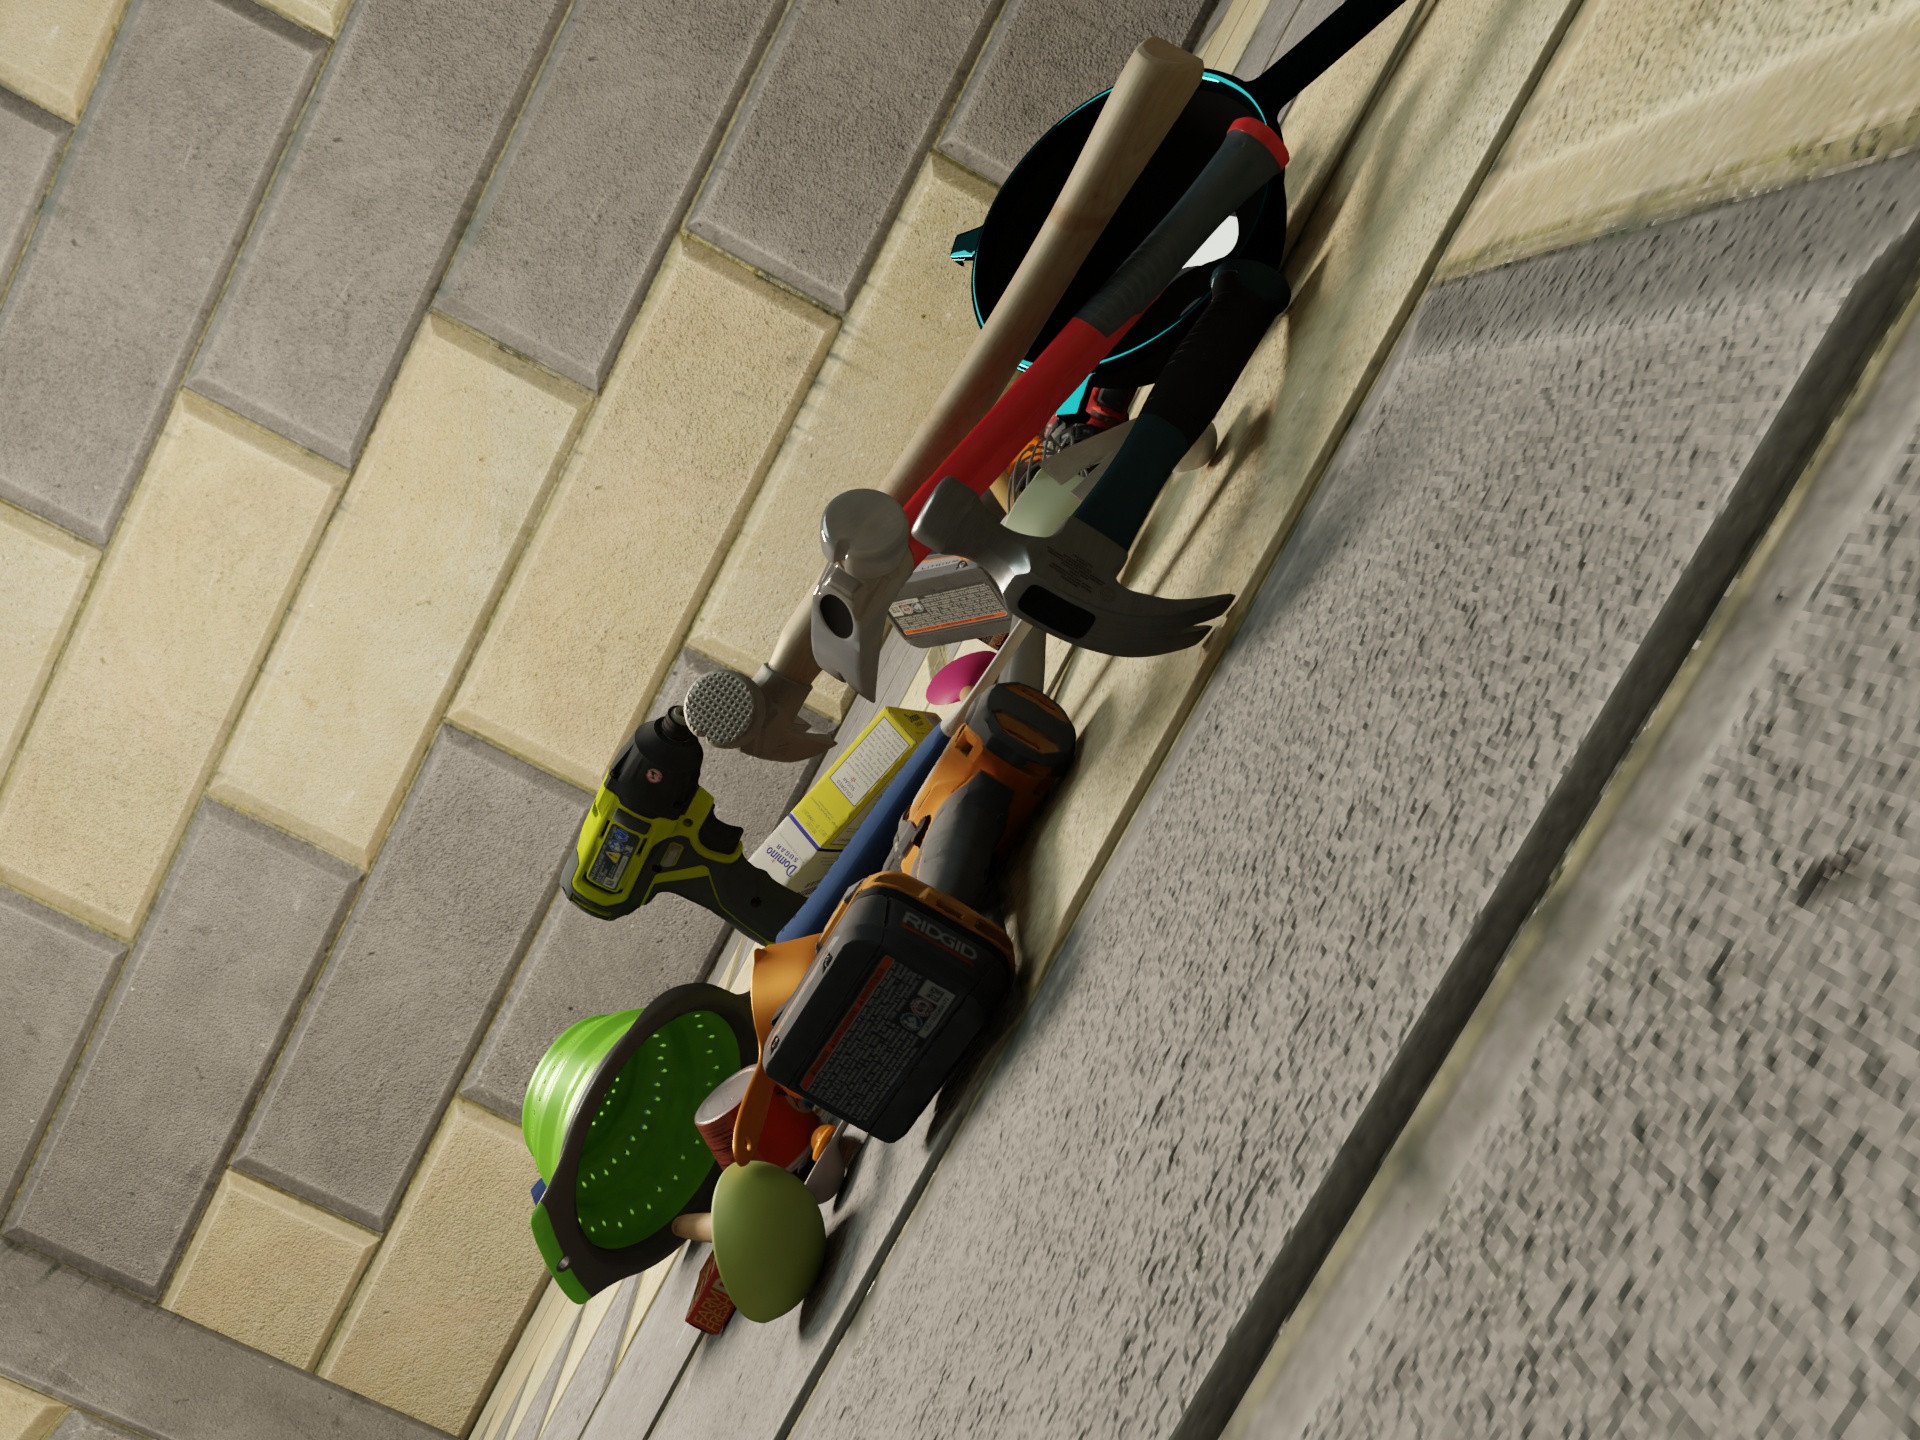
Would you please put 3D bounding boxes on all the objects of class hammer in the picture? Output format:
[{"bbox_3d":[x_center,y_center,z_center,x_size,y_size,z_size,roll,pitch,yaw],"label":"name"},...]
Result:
[{"bbox_3d":[0.002,-0.157,0.817,0.410,0.038,0.146,-57,-14,4],"label":"hammer"},{"bbox_3d":[0.097,-0.141,0.749,0.033,0.128,0.331,-55,1,45],"label":"hammer"},{"bbox_3d":[-0.001,-0.003,0.895,0.405,0.035,0.144,-56,-16,28],"label":"hammer"},{"bbox_3d":[0.054,-0.173,0.804,0.386,0.038,0.143,-51,-13,-25],"label":"hammer"}]

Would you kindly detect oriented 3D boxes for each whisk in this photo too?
[{"bbox_3d":[0.047,-0.078,0.990,0.055,0.055,0.239,129,153,-61],"label":"whisk"}]

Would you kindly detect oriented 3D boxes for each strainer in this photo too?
[{"bbox_3d":[0.165,-0.321,0.958,0.340,0.095,0.211,-39,51,15],"label":"strainer"}]

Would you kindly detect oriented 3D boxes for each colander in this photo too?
[{"bbox_3d":[-0.190,0.221,1.149,0.397,0.094,0.204,-49,-38,-38],"label":"colander"}]

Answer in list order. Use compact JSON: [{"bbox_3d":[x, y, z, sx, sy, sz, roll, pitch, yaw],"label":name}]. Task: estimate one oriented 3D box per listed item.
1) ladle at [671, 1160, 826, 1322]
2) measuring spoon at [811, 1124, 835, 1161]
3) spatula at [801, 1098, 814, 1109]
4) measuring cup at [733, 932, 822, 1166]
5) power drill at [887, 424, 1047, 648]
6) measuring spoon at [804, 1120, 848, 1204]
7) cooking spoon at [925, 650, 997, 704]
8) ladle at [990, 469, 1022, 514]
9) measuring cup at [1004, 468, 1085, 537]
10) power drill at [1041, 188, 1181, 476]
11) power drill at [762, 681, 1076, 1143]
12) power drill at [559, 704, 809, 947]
[{"bbox_3d":[-0.141,0.292,0.904,0.320,0.062,0.078,141,116,-64],"label":"ladle"},{"bbox_3d":[-0.080,0.237,0.902,0.021,0.011,0.117,-61,-3,-14],"label":"measuring spoon"},{"bbox_3d":[-0.122,0.260,1.067,0.082,0.044,0.317,-51,-6,-50],"label":"spatula"},{"bbox_3d":[-0.079,0.178,0.852,0.052,0.095,0.174,-17,18,13],"label":"measuring cup"},{"bbox_3d":[0.034,-0.170,1.267,0.164,0.084,0.227,-9,43,32],"label":"power drill"},{"bbox_3d":[-0.048,0.208,0.859,0.124,0.018,0.034,-58,-8,-14],"label":"measuring spoon"},{"bbox_3d":[0.009,-0.014,1.180,0.069,0.017,0.319,-30,14,2],"label":"cooking spoon"},{"bbox_3d":[0.040,-0.152,1.151,0.069,0.031,0.316,-53,29,18],"label":"ladle"},{"bbox_3d":[0.089,-0.130,0.958,0.167,0.038,0.083,-37,-34,-33],"label":"measuring cup"},{"bbox_3d":[0.121,-0.255,1.108,0.188,0.080,0.226,-77,13,-65],"label":"power drill"},{"bbox_3d":[-0.022,0.102,0.794,0.185,0.084,0.226,-58,4,33],"label":"power drill"},{"bbox_3d":[-0.136,0.094,1.049,0.171,0.223,0.080,-59,8,33],"label":"power drill"}]
